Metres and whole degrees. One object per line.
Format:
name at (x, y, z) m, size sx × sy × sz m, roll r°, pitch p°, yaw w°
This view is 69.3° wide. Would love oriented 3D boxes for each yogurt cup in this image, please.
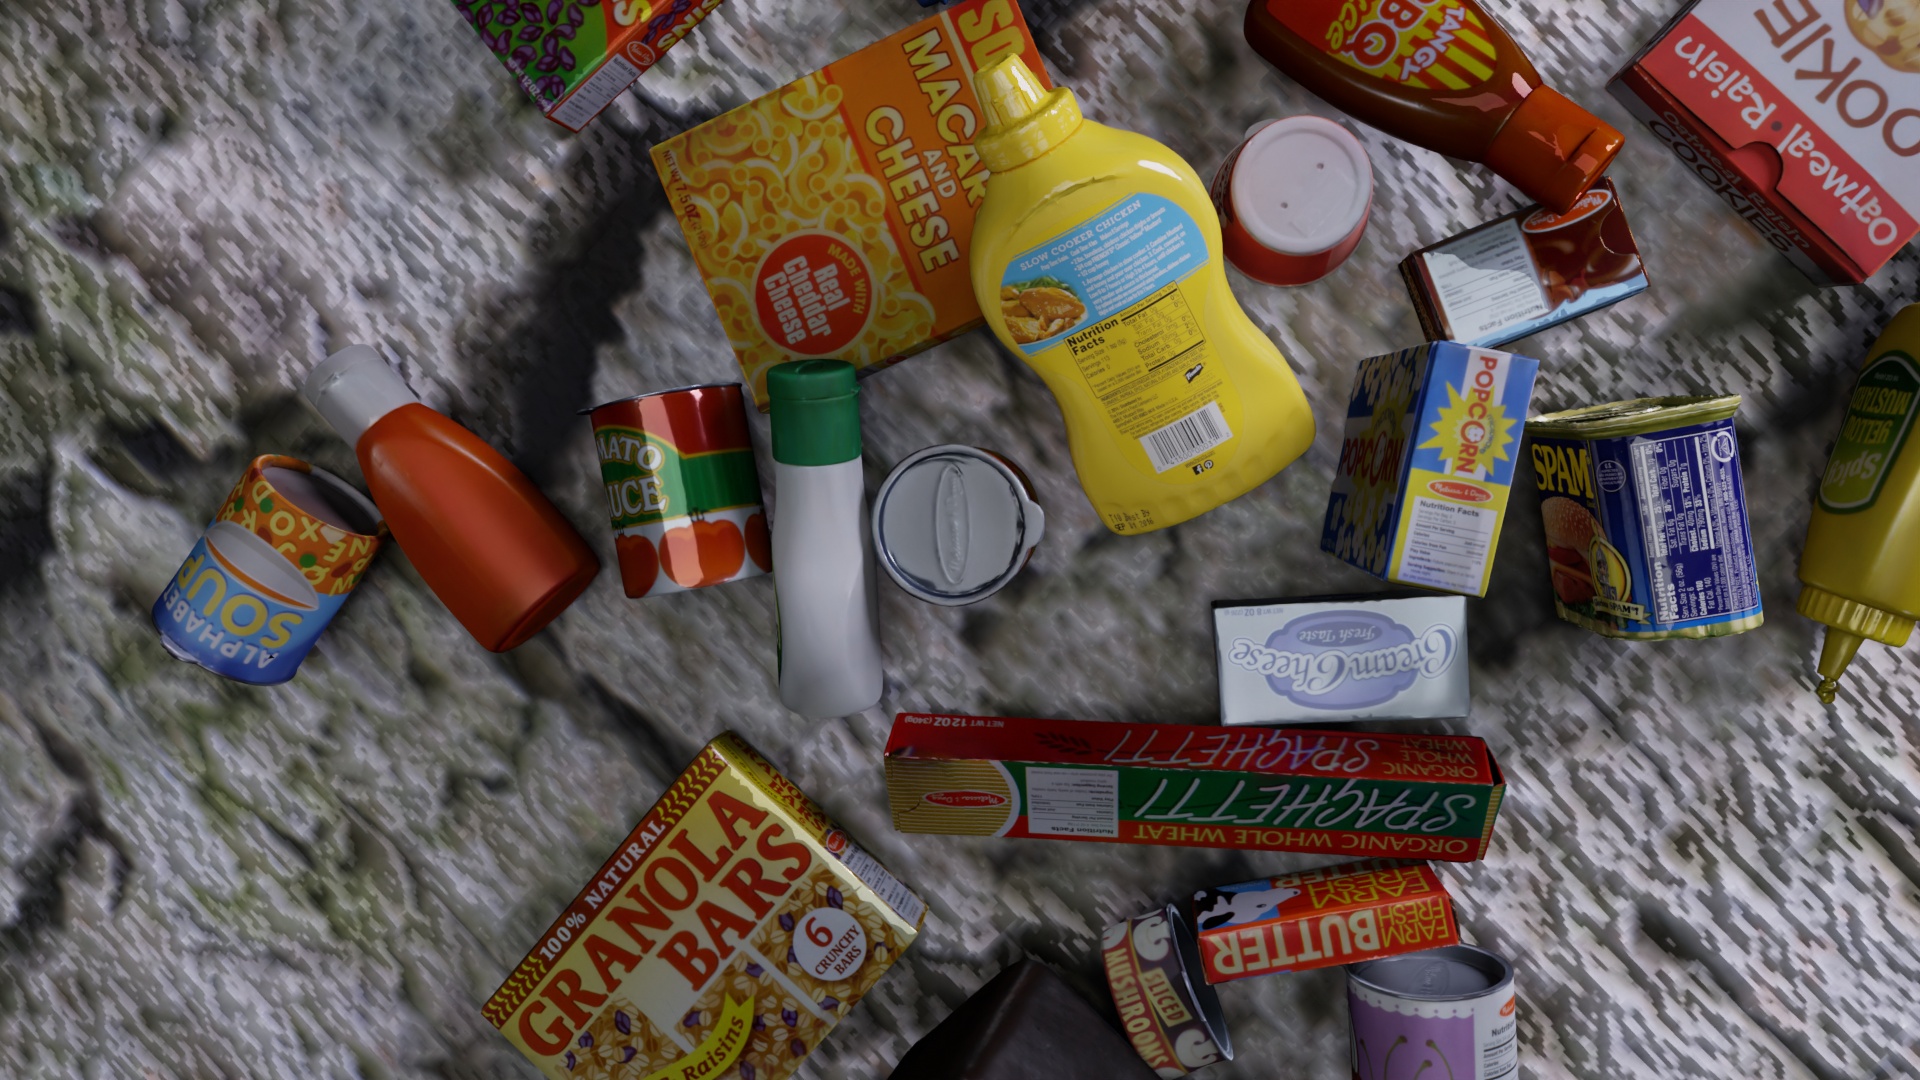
yogurt cup at (0.136, -0.140, 0.566) m, size 0.072 × 0.054 × 0.072 m, roll 1°, pitch 94°, yaw 7°

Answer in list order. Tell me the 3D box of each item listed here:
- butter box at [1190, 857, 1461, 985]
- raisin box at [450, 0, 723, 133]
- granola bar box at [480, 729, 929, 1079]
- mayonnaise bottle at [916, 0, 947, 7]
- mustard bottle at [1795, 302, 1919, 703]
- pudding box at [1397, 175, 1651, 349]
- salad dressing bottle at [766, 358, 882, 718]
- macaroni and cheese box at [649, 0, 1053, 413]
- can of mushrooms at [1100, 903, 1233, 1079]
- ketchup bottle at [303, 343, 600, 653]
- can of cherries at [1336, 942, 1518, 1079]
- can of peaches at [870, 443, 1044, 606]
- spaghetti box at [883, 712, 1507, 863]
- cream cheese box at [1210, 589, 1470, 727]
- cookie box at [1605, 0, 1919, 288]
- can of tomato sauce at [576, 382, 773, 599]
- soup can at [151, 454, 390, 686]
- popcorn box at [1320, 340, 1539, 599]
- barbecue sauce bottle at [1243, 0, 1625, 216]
butter box at (0.150, 0.157, 0.579) m, size 0.103 × 0.053 × 0.024 m, roll -12°, pitch 94°, yaw 8°
raisin box at (-0.156, -0.253, 0.606) m, size 0.123 × 0.040 × 0.086 m, roll -39°, pitch 87°, yaw 7°
granola bar box at (-0.114, 0.187, 0.623) m, size 0.124 × 0.039 × 0.165 m, roll 41°, pitch 97°, yaw 3°
mayonnaise bottle at (0.044, -0.266, 0.569) m, size 0.148 × 0.065 × 0.041 m, roll -20°, pitch 91°, yaw 12°
mustard bottle at (0.364, -0.011, 0.539) m, size 0.049 × 0.065 × 0.160 m, roll 17°, pitch 99°, yaw 2°
pudding box at (0.229, -0.108, 0.567) m, size 0.083 × 0.030 × 0.049 m, roll -21°, pitch 89°, yaw 8°
salad dressing bottle at (-0.058, -0.001, 0.583) m, size 0.044 × 0.064 × 0.147 m, roll 1°, pitch 107°, yaw 7°
macaroni and cheese box at (-0.031, -0.143, 0.594) m, size 0.166 × 0.040 × 0.123 m, roll -22°, pitch 91°, yaw 8°
can of mushrooms at (0.086, 0.189, 0.581) m, size 0.033 × 0.071 × 0.071 m, roll -23°, pitch 90°, yaw 10°
ketchup bottle at (-0.233, -0.023, 0.625) m, size 0.064 × 0.043 × 0.149 m, roll -42°, pitch 87°, yaw 7°
can of cherries at (0.191, 0.203, 0.572) m, size 0.071 × 0.071 × 0.058 m, roll -4°, pitch 94°, yaw 8°
can of peaches at (0.002, -0.007, 0.588) m, size 0.071 × 0.058 × 0.071 m, roll 0°, pitch 93°, yaw 7°
spaghetti box at (0.094, 0.104, 0.586) m, size 0.250 × 0.029 × 0.050 m, roll 1°, pitch 127°, yaw 7°
cream cheese box at (0.160, 0.050, 0.587) m, size 0.104 × 0.024 × 0.053 m, roll -4°, pitch 94°, yaw 8°
cookie box at (0.362, -0.201, 0.540) m, size 0.123 × 0.040 × 0.167 m, roll 45°, pitch 97°, yaw 3°
can of tomato sauce at (-0.121, -0.021, 0.598) m, size 0.071 × 0.071 × 0.083 m, roll -10°, pitch 92°, yaw 8°
soup can at (-0.309, 0.013, 0.623) m, size 0.071 × 0.071 × 0.083 m, roll 37°, pitch 97°, yaw 4°
popcorn box at (0.174, -0.028, 0.530) m, size 0.038 × 0.127 × 0.085 m, roll 11°, pitch 95°, yaw 4°
barbecue sauce bottle at (0.187, -0.185, 0.548) m, size 0.149 × 0.043 × 0.065 m, roll 41°, pitch 90°, yaw 15°
